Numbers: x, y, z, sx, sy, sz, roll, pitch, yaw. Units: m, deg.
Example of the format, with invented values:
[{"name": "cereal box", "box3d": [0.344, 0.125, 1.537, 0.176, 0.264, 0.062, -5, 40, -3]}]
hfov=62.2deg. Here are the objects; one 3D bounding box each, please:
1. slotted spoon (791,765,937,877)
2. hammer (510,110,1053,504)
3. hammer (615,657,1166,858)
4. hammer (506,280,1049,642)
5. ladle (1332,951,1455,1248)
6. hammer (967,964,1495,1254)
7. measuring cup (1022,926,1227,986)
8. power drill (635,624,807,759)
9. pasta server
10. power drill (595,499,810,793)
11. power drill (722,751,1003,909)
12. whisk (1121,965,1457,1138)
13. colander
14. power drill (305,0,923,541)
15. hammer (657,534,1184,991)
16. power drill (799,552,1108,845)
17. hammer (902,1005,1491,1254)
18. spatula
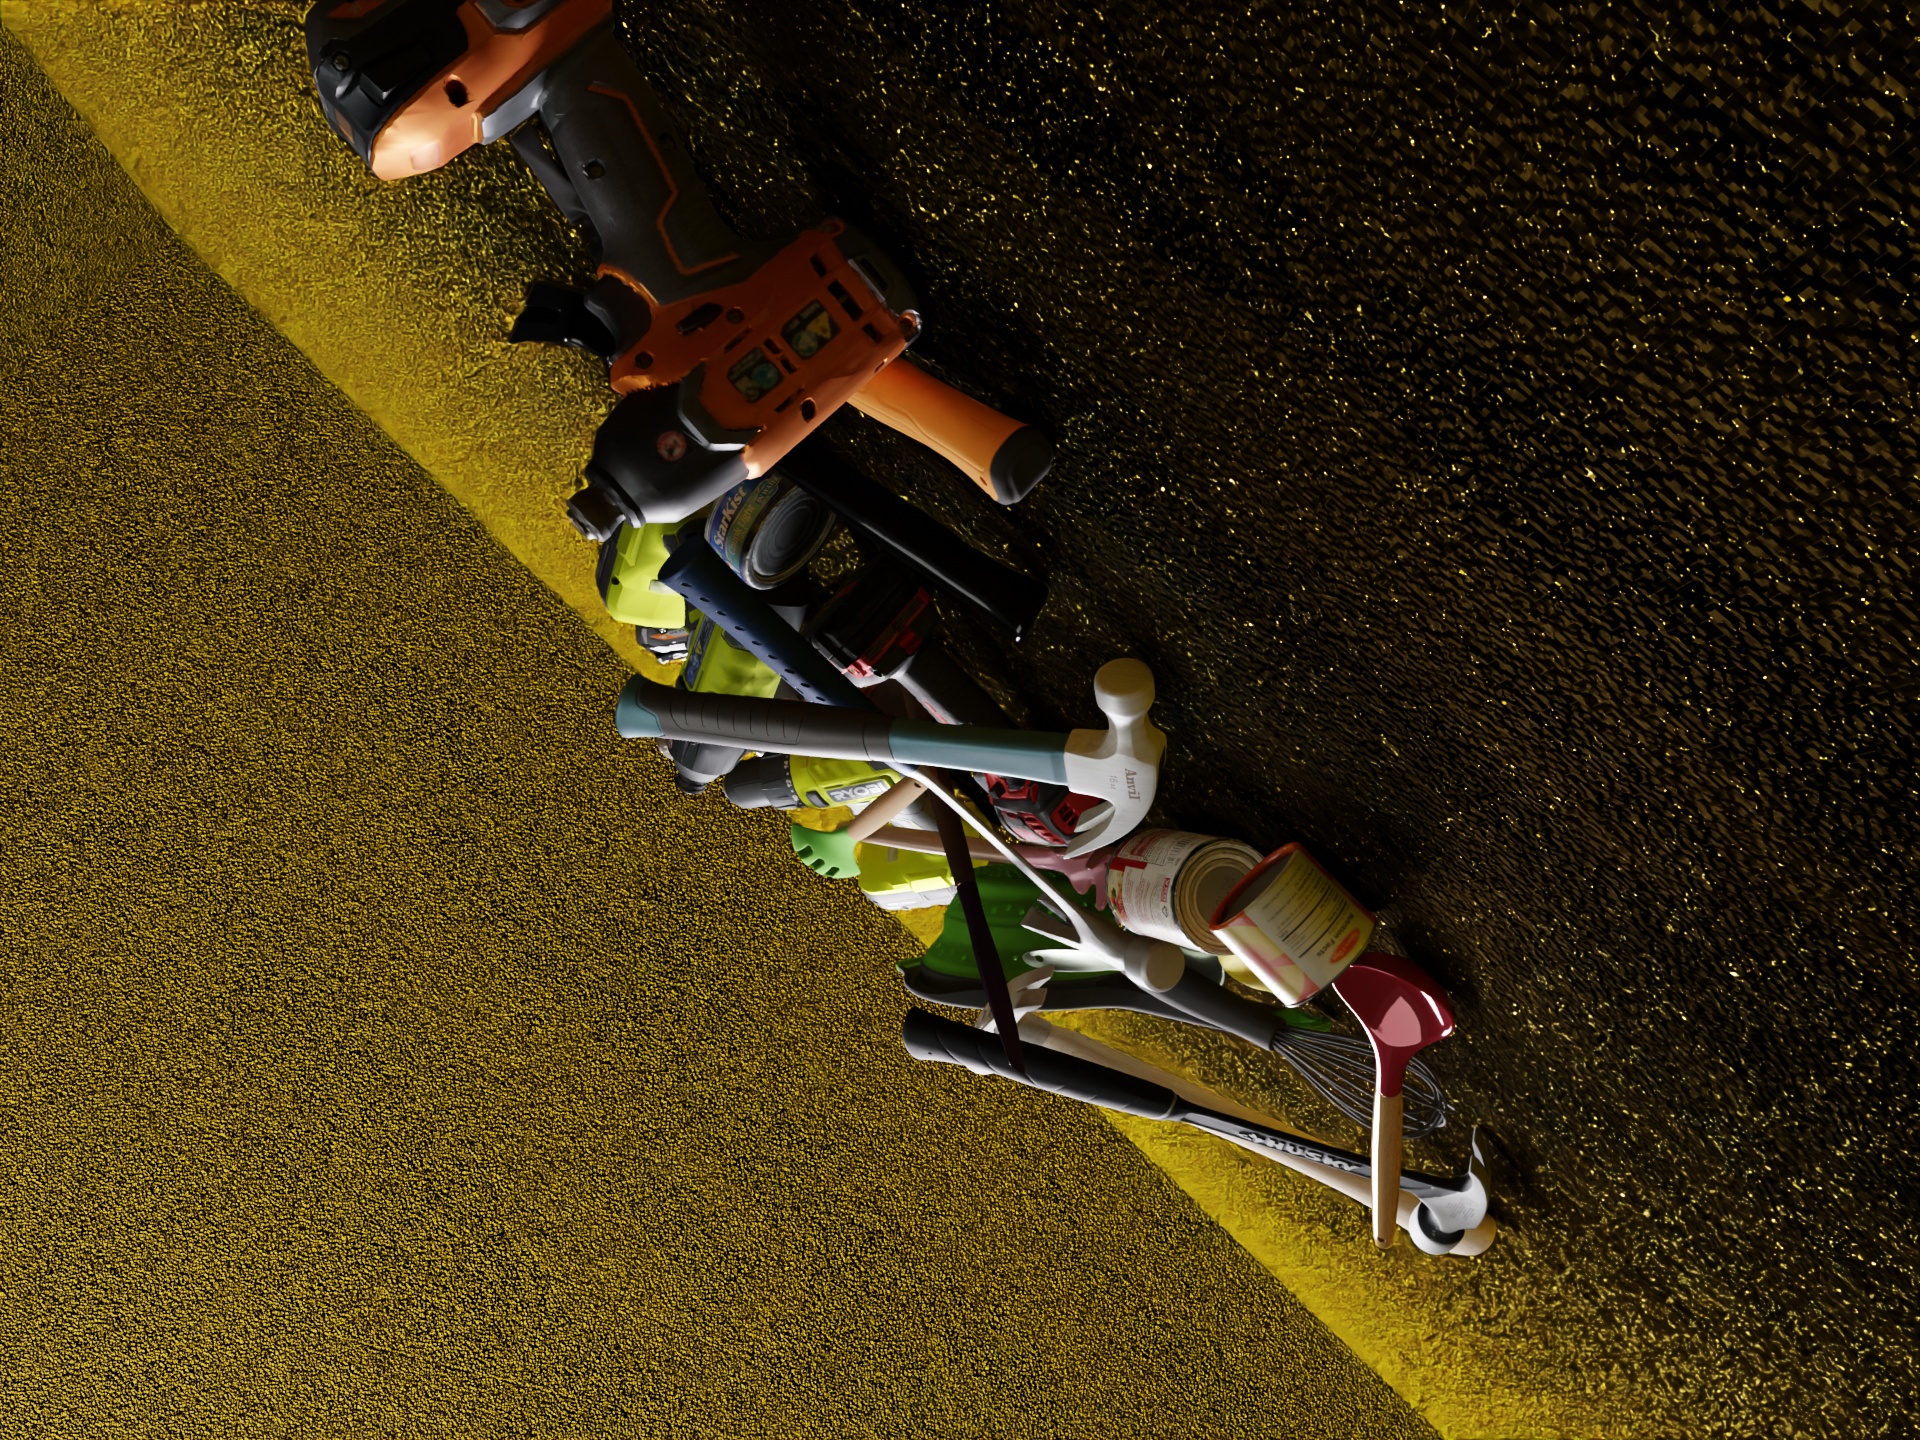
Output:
[{"name": "slotted spoon", "box3d": [-0.074, 0.078, 1.217, 0.070, 0.031, 0.313, 37, 155, -7]}, {"name": "hammer", "box3d": [-0.086, -0.190, 0.744, 0.337, 0.034, 0.127, 36, 168, 34]}, {"name": "hammer", "box3d": [-0.048, 0.008, 0.882, 0.331, 0.033, 0.128, 6, 135, 21]}, {"name": "hammer", "box3d": [-0.092, -0.141, 0.843, 0.335, 0.035, 0.146, 35, -163, 17]}, {"name": "ladle", "box3d": [0.251, 0.230, 0.931, 0.069, 0.031, 0.315, 19, 142, 29]}, {"name": "hammer", "box3d": [0.207, 0.291, 1.151, 0.410, 0.038, 0.146, 25, 146, -6]}, {"name": "measuring cup", "box3d": [0.117, 0.156, 1.116, 0.167, 0.038, 0.083, -8, 120, 40]}, {"name": "power drill", "box3d": [-0.192, -0.044, 1.302, 0.226, 0.185, 0.084, 63, -164, -55]}, {"name": "pasta server", "box3d": [0.017, 0.105, 1.220, 0.316, 0.040, 0.060, 5, 137, 40]}, {"name": "power drill", "box3d": [-0.181, -0.072, 1.081, 0.080, 0.171, 0.223, 7, -147, -31]}, {"name": "power drill", "box3d": [-0.078, 0.081, 1.384, 0.190, 0.080, 0.228, -12, 144, 22]}, {"name": "whisk", "box3d": [0.204, 0.201, 1.023, 0.239, 0.055, 0.055, 23, 160, 31]}, {"name": "colander", "box3d": [0.110, 0.167, 1.212, 0.204, 0.094, 0.397, -3, -176, -41]}, {"name": "power drill", "box3d": [-0.144, -0.190, 0.621, 0.226, 0.164, 0.084, 48, 169, -12]}, {"name": "hammer", "box3d": [-0.027, 0.033, 0.979, 0.405, 0.035, 0.144, 43, 166, -26]}, {"name": "power drill", "box3d": [-0.002, -0.003, 1.034, 0.219, 0.078, 0.143, 43, 169, -10]}, {"name": "hammer", "box3d": [0.156, 0.266, 1.082, 0.409, 0.036, 0.149, 15, 145, 8]}, {"name": "spatula", "box3d": [-0.002, 0.091, 1.102, 0.059, 0.018, 0.316, 49, -158, -65]}]
